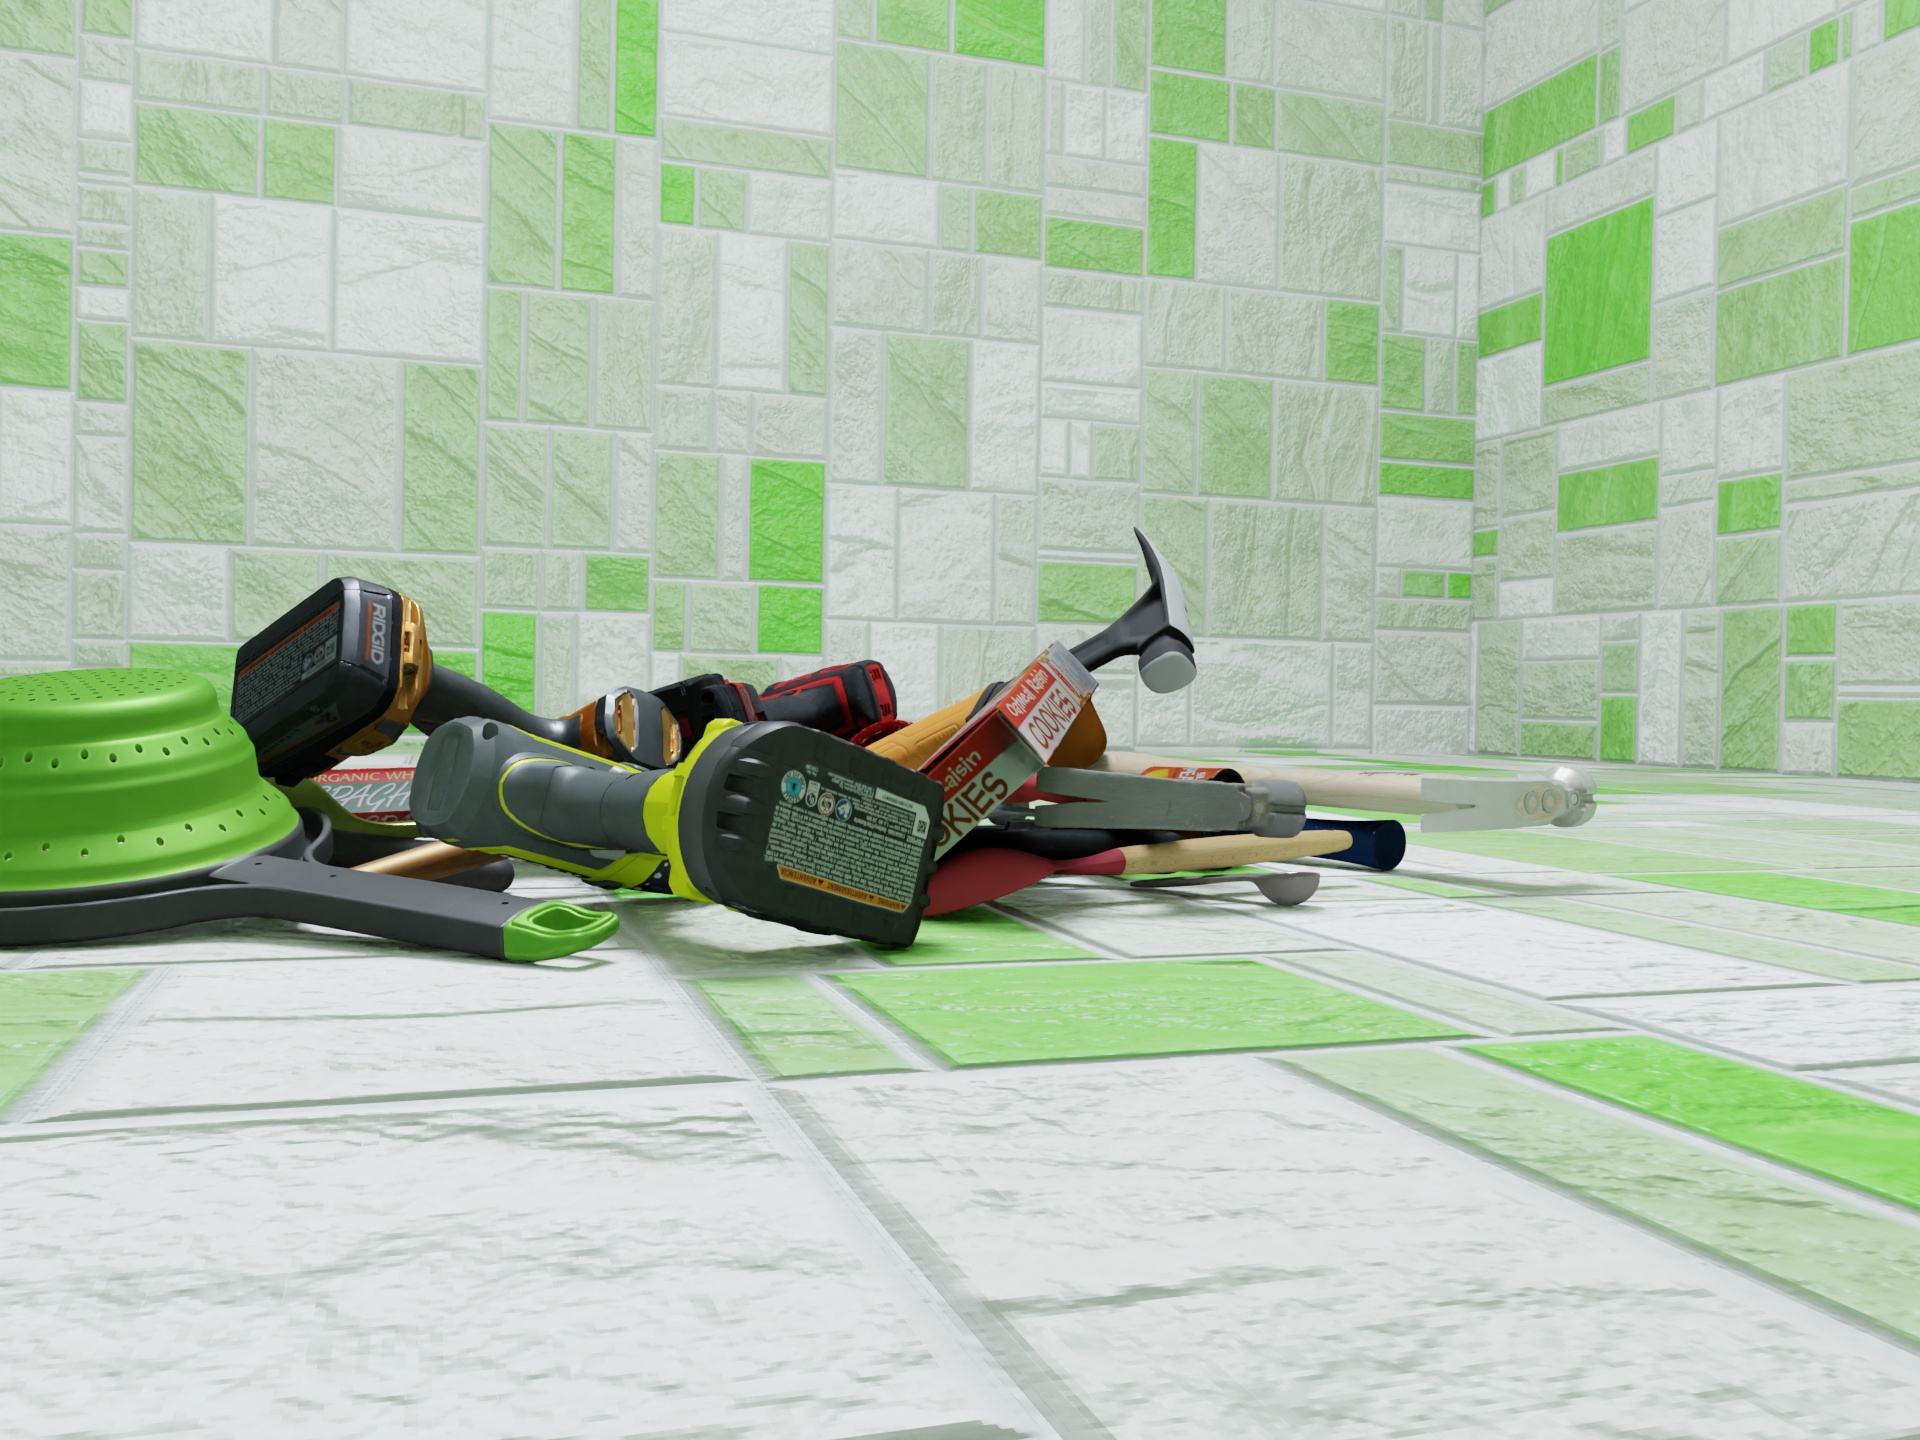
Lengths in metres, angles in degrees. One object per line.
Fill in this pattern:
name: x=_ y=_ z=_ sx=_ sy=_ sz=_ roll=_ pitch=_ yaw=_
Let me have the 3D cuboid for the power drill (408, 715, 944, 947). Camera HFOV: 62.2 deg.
power drill: x=-0.119 y=0.052 z=0.745 sx=0.228 sy=0.080 sz=0.190 roll=1 pitch=-16 yaw=43

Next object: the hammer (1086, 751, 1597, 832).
hammer: x=0.219 y=0.045 z=1.106 sx=0.146 sy=0.038 sz=0.411 roll=0 pitch=1 yaw=-34

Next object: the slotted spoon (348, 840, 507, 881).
slotted spoon: x=-0.199 y=0.053 z=0.850 sx=0.313 sy=0.031 sz=0.070 roll=-16 pitch=56 yaw=-39

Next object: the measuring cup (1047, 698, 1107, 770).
measuring cup: x=0.081 y=0.010 z=1.297 sx=0.095 sy=0.052 sz=0.173 roll=-25 pitch=6 yaw=16

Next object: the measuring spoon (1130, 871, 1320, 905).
measuring spoon: x=0.145 y=0.095 z=0.889 sx=0.124 sy=0.018 sz=0.034 roll=-7 pitch=-3 yaw=44

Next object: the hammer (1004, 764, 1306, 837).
hammer: x=0.070 y=0.043 z=0.992 sx=0.149 sy=0.037 sz=0.359 roll=4 pitch=-1 yaw=-14

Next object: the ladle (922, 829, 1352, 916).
ladle: x=0.107 y=0.077 z=0.875 sx=0.315 sy=0.031 sz=0.069 roll=-2 pitch=-3 yaw=-35

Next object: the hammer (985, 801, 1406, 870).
hammer: x=0.133 y=0.077 z=1.182 sx=0.406 sy=0.035 sz=0.144 roll=2 pitch=1 yaw=44

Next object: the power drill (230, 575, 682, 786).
power drill: x=-0.303 y=0.015 z=0.923 sx=0.185 sy=0.084 sz=0.226 roll=-26 pitch=-33 yaw=30

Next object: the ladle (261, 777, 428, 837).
ladle: x=-0.314 y=0.061 z=1.069 sx=0.320 sy=0.062 sz=0.078 roll=4 pitch=-25 yaw=-23

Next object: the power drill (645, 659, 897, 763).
power drill: x=-0.154 y=0.007 z=1.124 sx=0.143 sy=0.078 sz=0.219 roll=-15 pitch=0 yaw=29

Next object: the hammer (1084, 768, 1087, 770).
hammer: x=0.112 y=0.050 z=1.398 sx=0.334 sy=0.035 sz=0.146 roll=11 pitch=-5 yaw=-37

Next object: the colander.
colander: x=-0.326 y=0.035 z=0.704 sx=0.397 sy=0.094 sz=0.204 roll=5 pitch=12 yaw=22

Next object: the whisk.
whisk: x=-0.384 y=0.064 z=0.875 sx=0.296 sy=0.073 sz=0.073 roll=7 pitch=2 yaw=10

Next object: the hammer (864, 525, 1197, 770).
hammer: x=-0.002 y=-0.003 z=1.041 sx=0.337 sy=0.127 sz=0.034 roll=-29 pitch=-51 yaw=23
